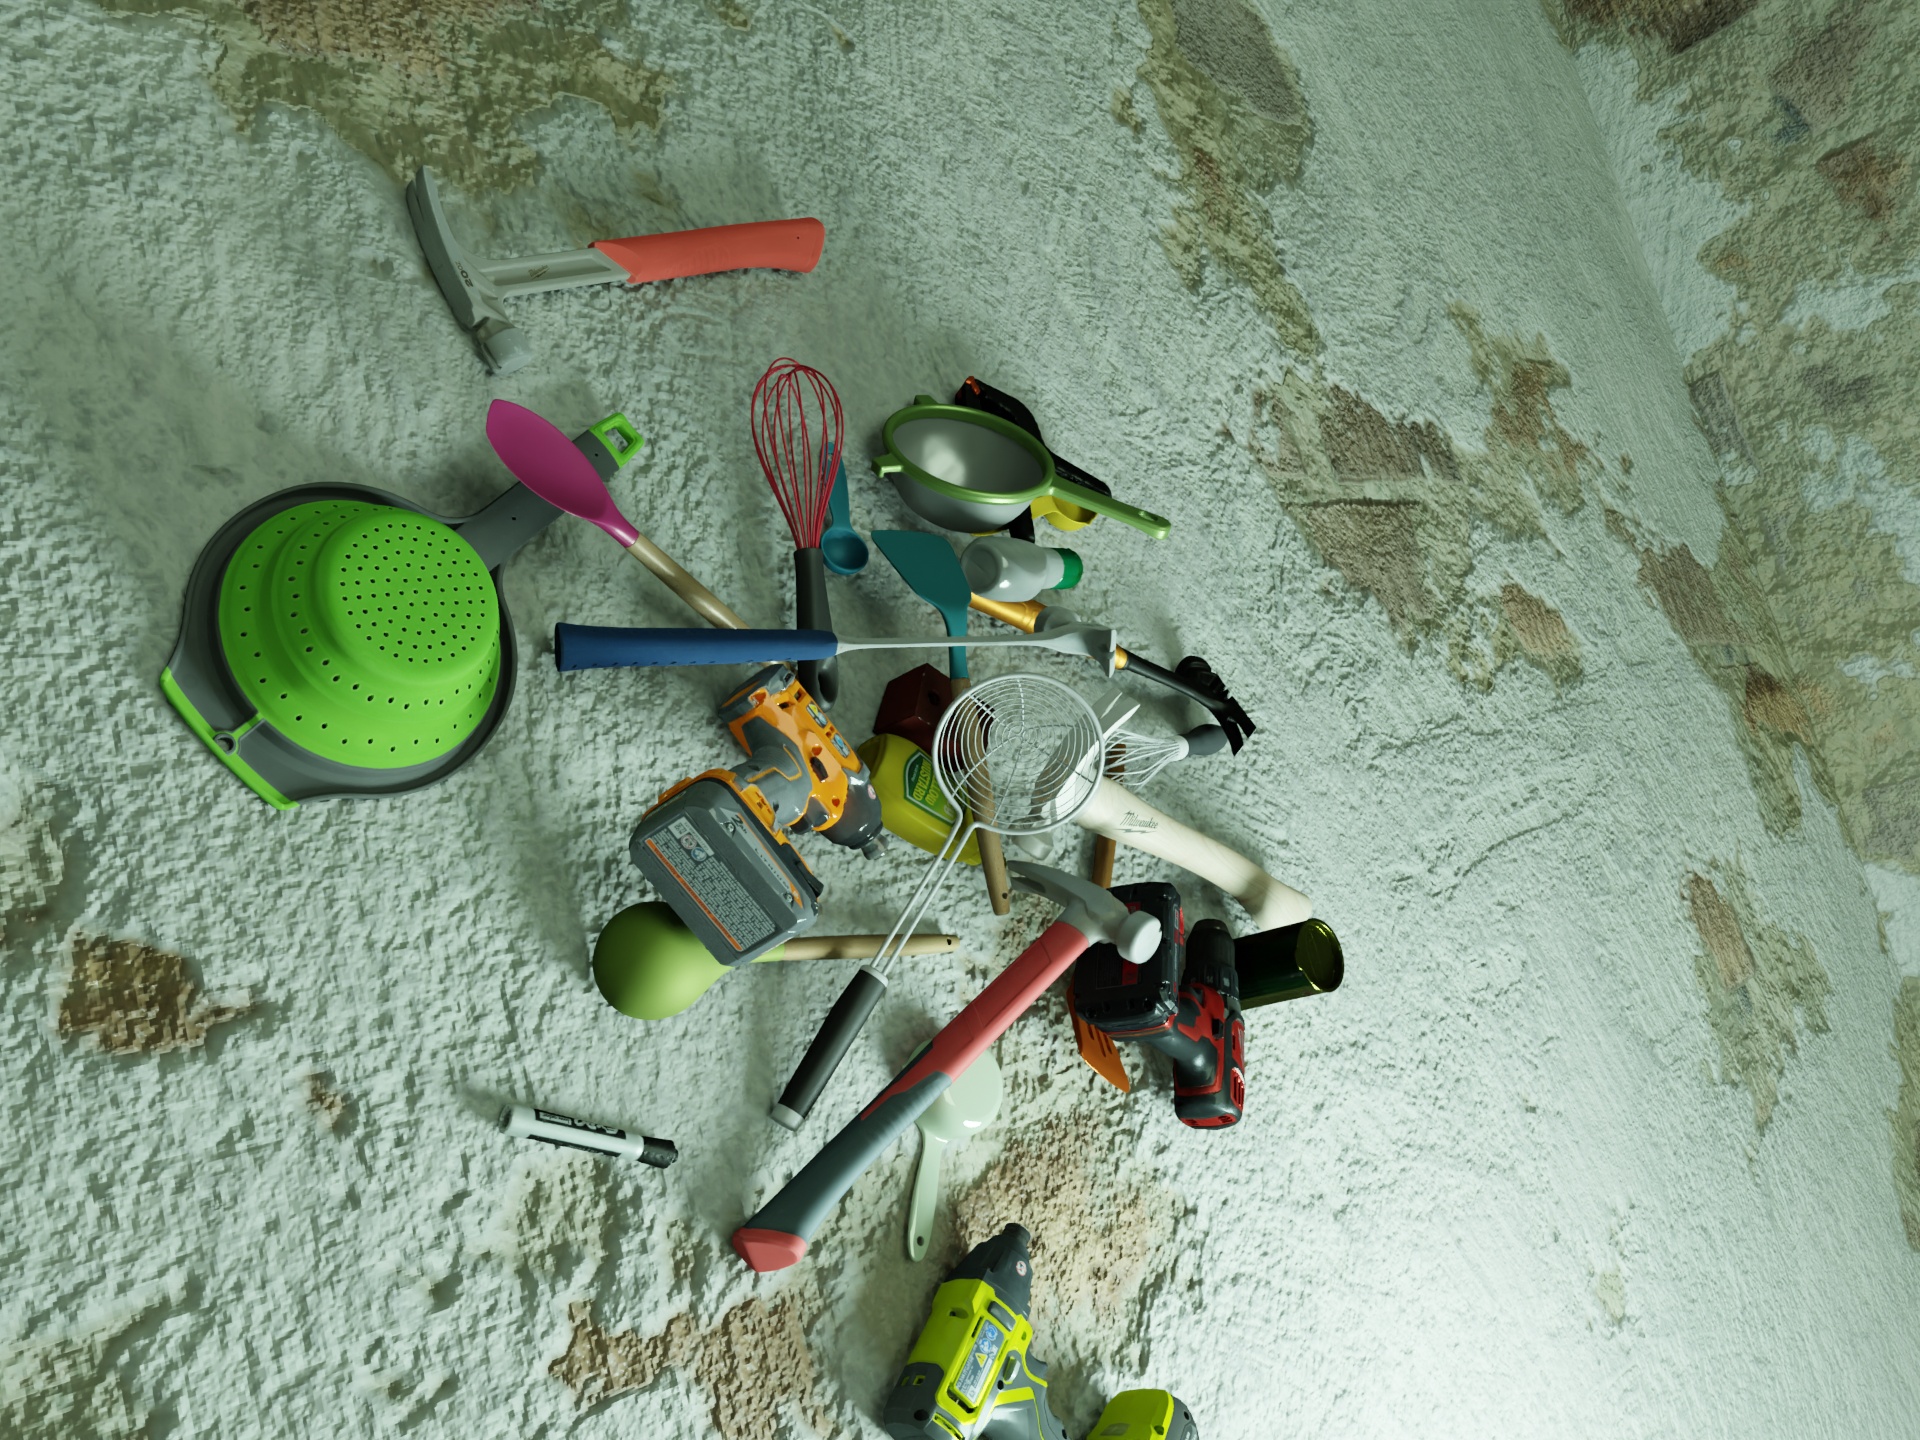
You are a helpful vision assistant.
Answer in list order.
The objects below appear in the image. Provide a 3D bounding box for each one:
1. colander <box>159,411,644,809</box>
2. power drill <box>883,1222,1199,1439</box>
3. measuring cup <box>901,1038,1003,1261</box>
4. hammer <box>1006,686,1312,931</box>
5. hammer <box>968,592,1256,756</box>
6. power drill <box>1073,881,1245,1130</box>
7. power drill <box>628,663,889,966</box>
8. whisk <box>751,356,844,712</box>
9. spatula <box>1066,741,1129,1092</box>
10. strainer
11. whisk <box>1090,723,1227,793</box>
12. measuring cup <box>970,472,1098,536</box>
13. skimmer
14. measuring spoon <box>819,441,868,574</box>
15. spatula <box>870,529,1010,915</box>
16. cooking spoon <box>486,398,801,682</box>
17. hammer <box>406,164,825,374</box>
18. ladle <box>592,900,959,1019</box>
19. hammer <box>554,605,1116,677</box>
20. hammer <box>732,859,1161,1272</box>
[{"bbox_3d":[-0.312,-0.110,1.019,0.204,0.094,0.397,51,46,-14],"label":"colander"},{"bbox_3d":[0.063,0.486,1.136,0.223,0.080,0.171,47,48,-14],"label":"power drill"},{"bbox_3d":[-0.009,0.310,1.165,0.083,0.038,0.168,32,51,-29],"label":"measuring cup"},{"bbox_3d":[0.203,0.104,1.374,0.410,0.038,0.146,29,97,-46],"label":"hammer"},{"bbox_3d":[0.119,-0.063,1.417,0.336,0.034,0.127,22,25,-31],"label":"hammer"},{"bbox_3d":[0.179,0.216,1.324,0.226,0.080,0.188,49,38,-44],"label":"power drill"},{"bbox_3d":[-0.123,0.070,1.096,0.164,0.084,0.227,52,24,-13],"label":"power drill"},{"bbox_3d":[-0.119,-0.148,1.237,0.073,0.073,0.296,7,70,-41],"label":"whisk"},{"bbox_3d":[0.126,0.155,1.355,0.080,0.041,0.323,44,45,-41],"label":"spatula"},{"bbox_3d":[0.050,-0.186,1.355,0.256,0.069,0.152,21,37,2],"label":"strainer"},{"bbox_3d":[0.179,0.028,1.427,0.284,0.070,0.070,-11,81,-57],"label":"whisk"},{"bbox_3d":[0.061,-0.189,1.457,0.156,0.029,0.062,-22,82,-34],"label":"measuring cup"},{"bbox_3d":[-0.022,0.127,1.130,0.127,0.090,0.363,36,67,-9],"label":"skimmer"},{"bbox_3d":[-0.103,-0.171,1.300,0.042,0.021,0.129,6,59,-28],"label":"measuring spoon"},{"bbox_3d":[-0.002,-0.004,1.242,0.082,0.044,0.318,-1,77,-44],"label":"spatula"},{"bbox_3d":[-0.213,-0.111,1.112,0.318,0.017,0.069,43,33,-41],"label":"cooking spoon"},{"bbox_3d":[-0.245,-0.367,1.232,0.359,0.037,0.149,-26,92,-45],"label":"hammer"},{"bbox_3d":[-0.118,0.165,1.132,0.320,0.062,0.078,7,67,-48],"label":"ladle"},{"bbox_3d":[-0.079,-0.055,1.133,0.405,0.144,0.035,-2,102,-20],"label":"hammer"},{"bbox_3d":[-0.025,0.240,1.147,0.386,0.143,0.038,-39,133,-32],"label":"hammer"}]
